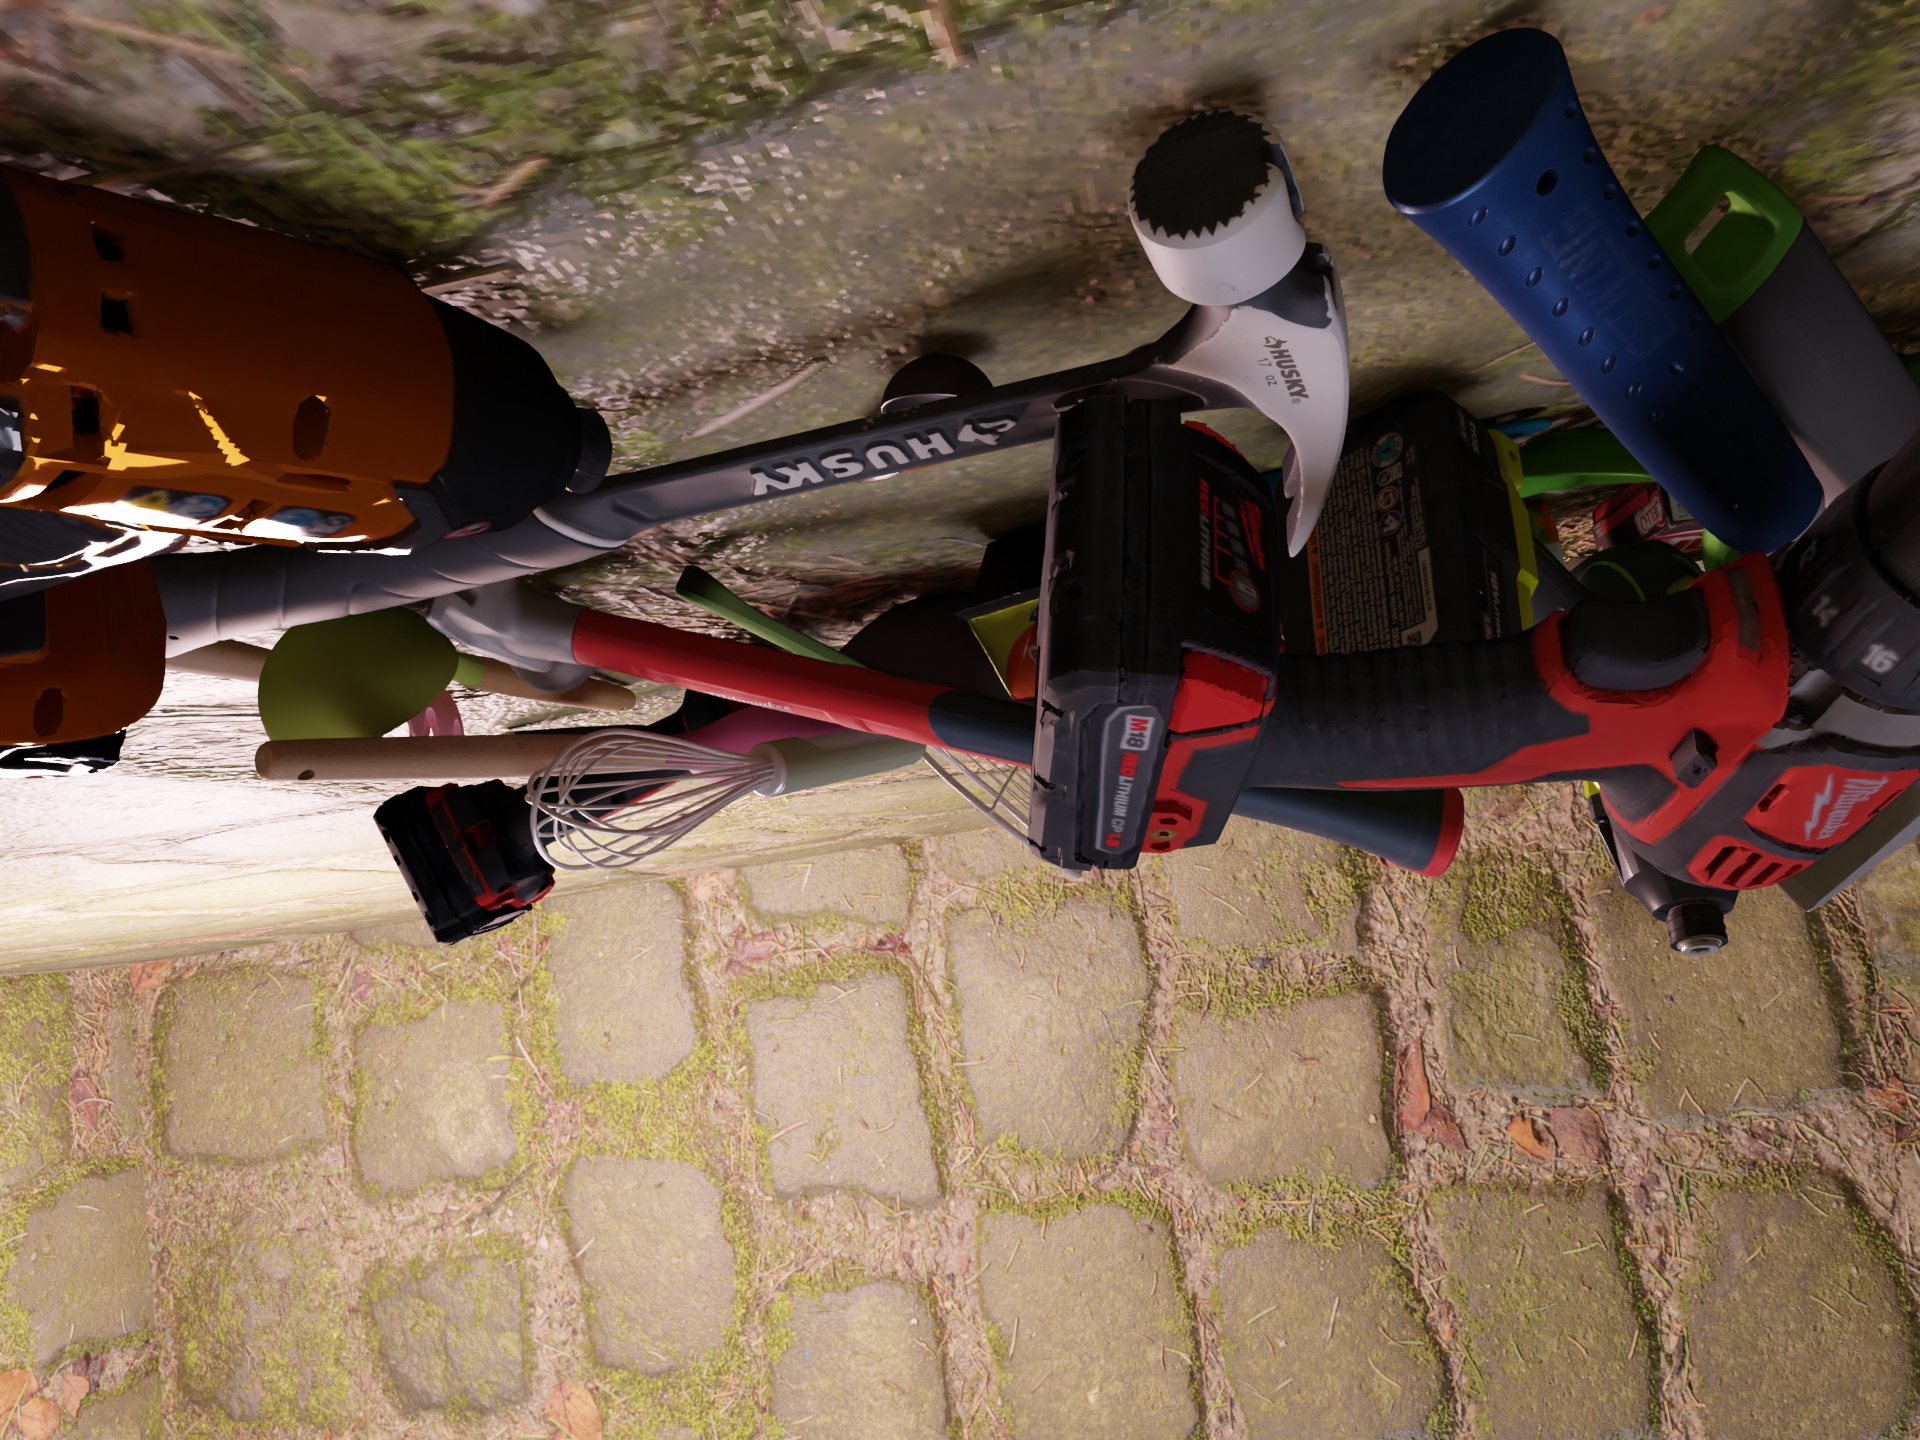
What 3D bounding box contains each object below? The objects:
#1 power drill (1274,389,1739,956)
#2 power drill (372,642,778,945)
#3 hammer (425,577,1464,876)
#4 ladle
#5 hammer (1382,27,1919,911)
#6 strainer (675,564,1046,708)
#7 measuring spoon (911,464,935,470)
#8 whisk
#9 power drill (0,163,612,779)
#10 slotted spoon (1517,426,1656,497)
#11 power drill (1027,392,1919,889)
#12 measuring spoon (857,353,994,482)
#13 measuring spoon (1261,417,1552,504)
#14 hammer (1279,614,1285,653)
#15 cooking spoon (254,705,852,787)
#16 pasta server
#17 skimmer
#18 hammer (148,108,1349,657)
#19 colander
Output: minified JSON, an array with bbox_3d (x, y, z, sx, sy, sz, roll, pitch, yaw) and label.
[{"bbox_3d":[0.222,-0.014,0.599,0.223,0.171,0.080,22,147,-34],"label":"power drill"},{"bbox_3d":[-0.178,0.030,0.834,0.219,0.078,0.143,-27,179,-3],"label":"power drill"},{"bbox_3d":[-0.001,-0.002,0.598,0.386,0.038,0.143,13,172,3],"label":"hammer"},{"bbox_3d":[-0.215,-0.009,0.744,0.078,0.062,0.320,-13,175,9],"label":"ladle"},{"bbox_3d":[0.234,-0.048,0.455,0.405,0.035,0.144,27,115,-41],"label":"hammer"},{"bbox_3d":[-0.024,-0.040,0.739,0.152,0.069,0.256,23,178,43],"label":"strainer"},{"bbox_3d":[0.024,-0.097,0.516,0.117,0.011,0.021,-15,170,39],"label":"measuring spoon"},{"bbox_3d":[-0.092,0.022,0.701,0.058,0.059,0.246,20,-163,31],"label":"whisk"},{"bbox_3d":[-0.203,-0.047,0.383,0.226,0.084,0.164,-19,169,34],"label":"power drill"},{"bbox_3d":[0.189,-0.084,0.749,0.070,0.031,0.314,-3,172,-33],"label":"slotted spoon"},{"bbox_3d":[0.133,-0.023,0.377,0.226,0.080,0.187,3,152,1],"label":"power drill"},{"bbox_3d":[-0.019,-0.094,0.501,0.034,0.018,0.124,5,176,-17],"label":"measuring spoon"},{"bbox_3d":[0.173,-0.097,0.642,0.128,0.021,0.042,-11,172,28],"label":"measuring spoon"},{"bbox_3d":[0.203,-0.034,0.784,0.358,0.149,0.036,6,126,-52],"label":"hammer"},{"bbox_3d":[-0.149,0.015,0.678,0.068,0.017,0.318,-47,154,26],"label":"cooking spoon"},{"bbox_3d":[-0.301,-0.018,0.637,0.060,0.040,0.316,11,177,18],"label":"pasta server"},{"bbox_3d":[-0.107,0.046,0.940,0.363,0.090,0.127,0,173,13],"label":"skimmer"},{"bbox_3d":[-0.090,-0.063,0.464,0.409,0.036,0.149,-9,156,23],"label":"hammer"},{"bbox_3d":[0.300,-0.095,0.550,0.396,0.095,0.204,22,112,-42],"label":"colander"}]
